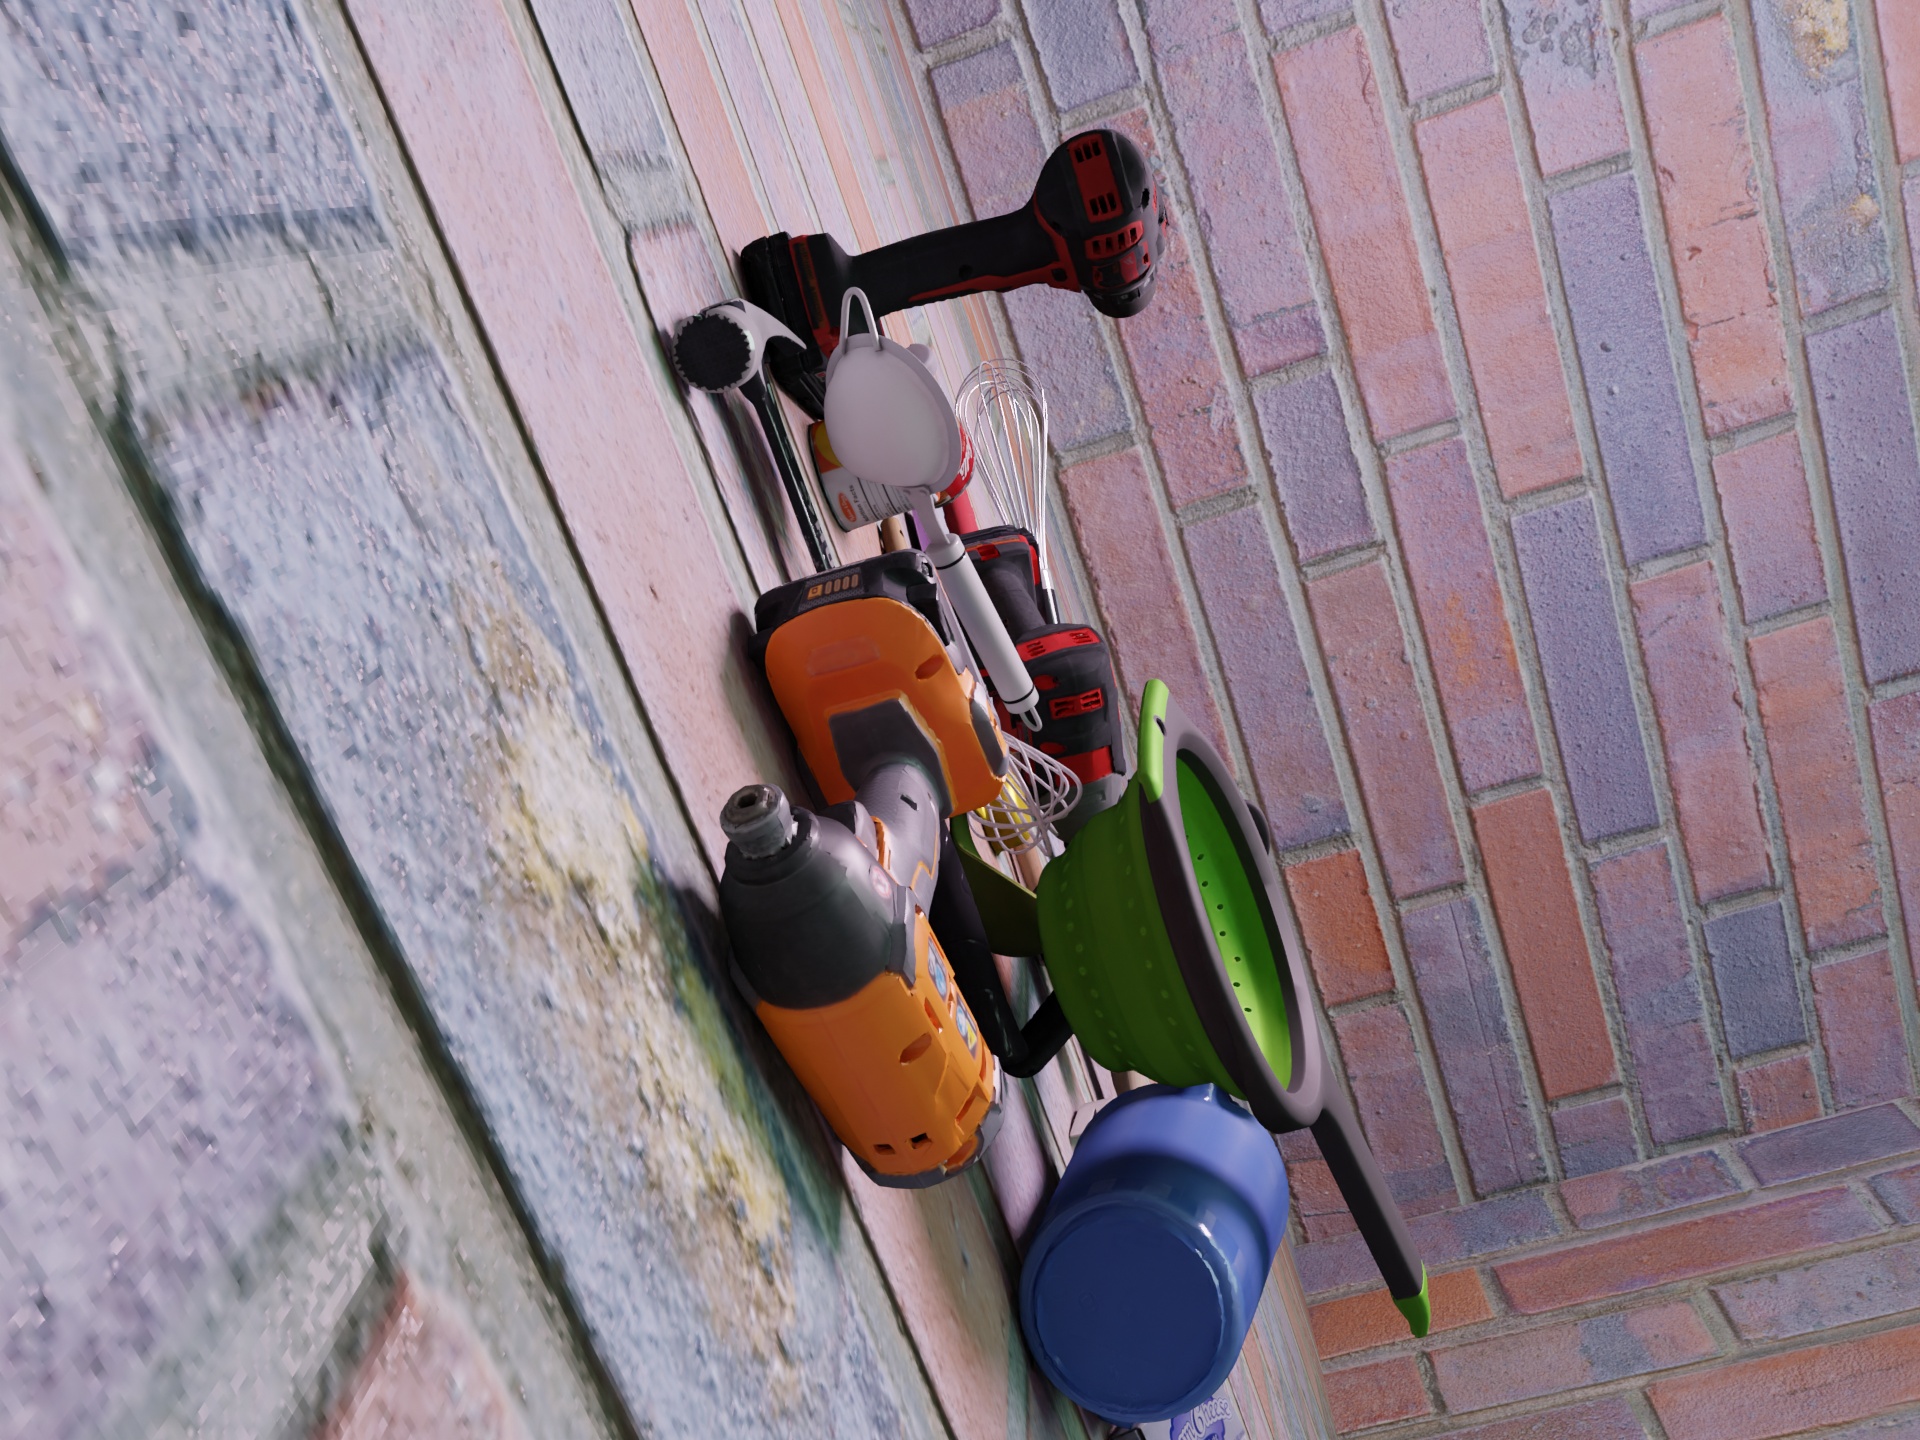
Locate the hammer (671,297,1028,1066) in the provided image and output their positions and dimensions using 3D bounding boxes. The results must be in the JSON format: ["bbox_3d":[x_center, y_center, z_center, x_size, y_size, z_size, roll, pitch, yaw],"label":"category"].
[{"bbox_3d":[-0.041,-0.005,0.777,0.149,0.036,0.408,-82,155,-72],"label":"hammer"}]

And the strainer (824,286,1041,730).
[{"bbox_3d":[-0.011,-0.090,0.799,0.050,0.087,0.258,-48,126,-28],"label":"strainer"}]

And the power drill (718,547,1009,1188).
[{"bbox_3d":[-0.037,0.033,0.587,0.227,0.084,0.164,-90,161,-51],"label":"power drill"}]

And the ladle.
[{"bbox_3d":[-0.002,-0.003,0.952,0.078,0.062,0.320,45,25,-54],"label":"ladle"}]

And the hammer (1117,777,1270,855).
[{"bbox_3d":[0.155,0.091,1.112,0.334,0.035,0.146,112,-36,-78],"label":"hammer"}]

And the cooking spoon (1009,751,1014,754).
[{"bbox_3d":[0.066,0.006,1.231,0.319,0.017,0.069,-17,95,-67],"label":"cooking spoon"}]

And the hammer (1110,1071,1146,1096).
[{"bbox_3d":[0.108,0.154,1.207,0.146,0.038,0.410,-65,145,-76],"label":"hammer"}]

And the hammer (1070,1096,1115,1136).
[{"bbox_3d":[0.114,0.384,1.007,0.332,0.031,0.129,-96,166,-50],"label":"hammer"}]

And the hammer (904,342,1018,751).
[{"bbox_3d":[0.011,-0.122,1.233,0.143,0.038,0.387,66,7,-51],"label":"hammer"}]

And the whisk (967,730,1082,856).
[{"bbox_3d":[0.004,0.002,0.845,0.059,0.058,0.247,68,-7,-29],"label":"whisk"}]

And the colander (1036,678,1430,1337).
[{"bbox_3d":[0.135,0.175,0.808,0.396,0.094,0.205,62,20,-21],"label":"colander"}]

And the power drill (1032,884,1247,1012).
[{"bbox_3d":[0.129,0.156,1.037,0.190,0.080,0.228,63,-17,7],"label":"power drill"}]

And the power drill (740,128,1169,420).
[{"bbox_3d":[0.009,-0.246,0.905,0.188,0.226,0.080,17,56,-79],"label":"power drill"}]

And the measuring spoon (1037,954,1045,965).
[{"bbox_3d":[0.067,0.150,1.197,0.124,0.018,0.034,-81,153,-69],"label":"measuring spoon"}]

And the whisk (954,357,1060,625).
[{"bbox_3d":[0.048,-0.130,1.159,0.070,0.070,0.285,34,44,-76],"label":"whisk"}]

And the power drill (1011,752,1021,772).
[{"bbox_3d":[0.100,0.081,1.353,0.185,0.084,0.226,-46,114,-75],"label":"power drill"}]

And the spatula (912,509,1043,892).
[{"bbox_3d":[0.014,-0.008,1.172,0.060,0.018,0.316,-9,81,-81],"label":"spatula"}]

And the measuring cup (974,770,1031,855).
[{"bbox_3d":[0.021,0.049,1.064,0.156,0.029,0.062,52,22,-71],"label":"measuring cup"}]

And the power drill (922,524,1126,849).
[{"bbox_3d":[0.042,-0.022,0.980,0.220,0.078,0.143,-119,-164,-58],"label":"power drill"}]
